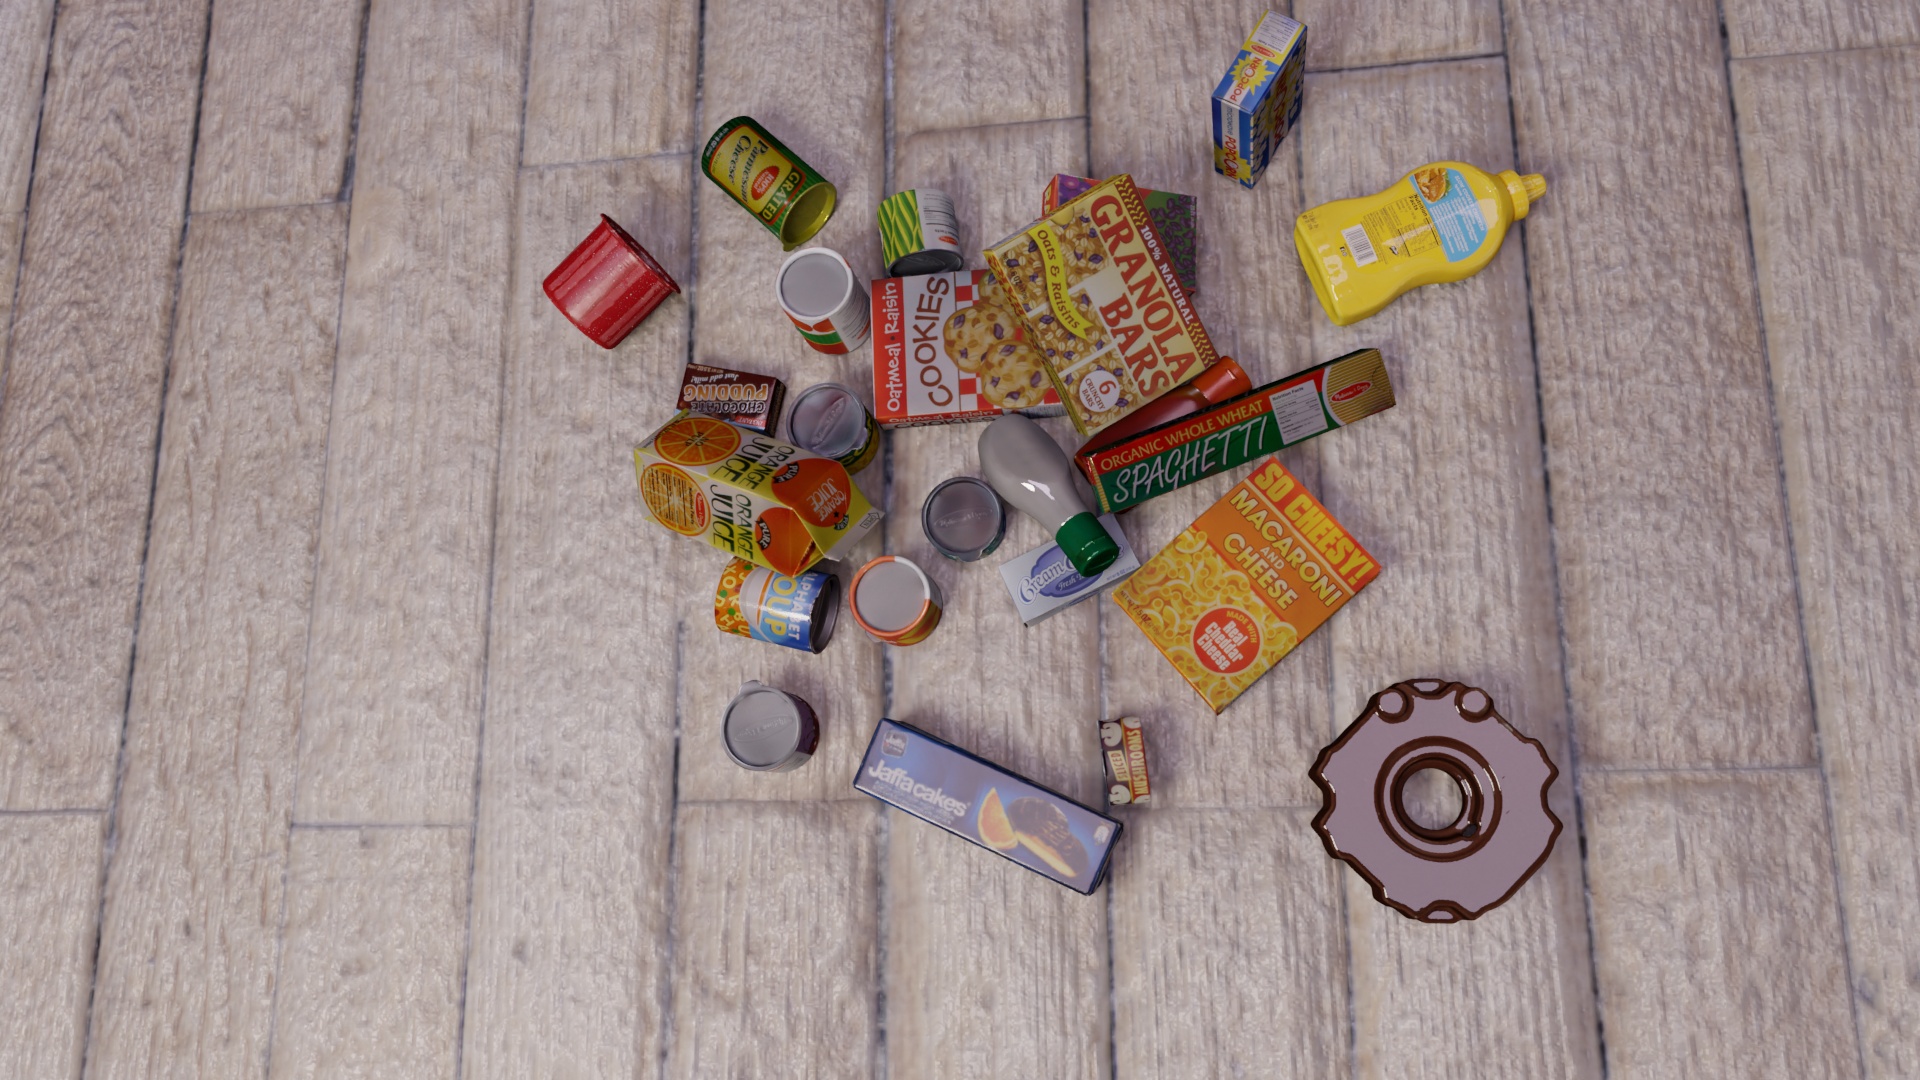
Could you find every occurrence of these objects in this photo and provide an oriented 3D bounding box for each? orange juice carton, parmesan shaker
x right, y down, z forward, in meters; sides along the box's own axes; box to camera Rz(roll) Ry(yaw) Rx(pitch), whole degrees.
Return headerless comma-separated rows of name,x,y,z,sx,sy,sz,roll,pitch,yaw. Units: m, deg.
orange juice carton,-0.161,-0.033,1.111,0.193,0.072,0.072,20,41,19
parmesan shaker,-0.168,-0.309,1.200,0.103,0.071,0.071,42,87,15

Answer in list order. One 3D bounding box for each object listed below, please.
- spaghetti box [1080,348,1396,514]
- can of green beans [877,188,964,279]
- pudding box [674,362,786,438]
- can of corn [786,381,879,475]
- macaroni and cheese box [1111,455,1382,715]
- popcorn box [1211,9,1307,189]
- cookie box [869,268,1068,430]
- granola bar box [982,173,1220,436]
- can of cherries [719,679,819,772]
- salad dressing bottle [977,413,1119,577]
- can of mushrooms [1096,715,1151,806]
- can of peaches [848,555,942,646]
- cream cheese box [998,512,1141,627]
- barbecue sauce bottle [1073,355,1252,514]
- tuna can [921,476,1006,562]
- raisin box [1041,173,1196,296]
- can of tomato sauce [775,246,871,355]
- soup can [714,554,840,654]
spaghetti box,0.216,-0.086,1.080,0.250,0.029,0.050,-21,99,-7
can of green beans,-0.034,-0.255,1.167,0.071,0.071,0.058,-11,76,7
pudding box,-0.196,-0.119,1.182,0.084,0.030,0.050,11,81,11
can of corn,-0.102,-0.089,1.146,0.071,0.058,0.071,-2,78,9
macaroni and cheese box,0.221,0.034,1.079,0.166,0.040,0.124,-41,75,-1
popcorn box,0.239,-0.351,1.114,0.038,0.126,0.085,30,84,16
cookie box,0.010,-0.160,1.154,0.167,0.040,0.123,-4,78,7
granola bar box,0.111,-0.183,1.083,0.124,0.039,0.165,-31,104,-6
can of cherries,-0.151,0.148,1.104,0.071,0.058,0.071,-2,78,10
salad dressing bottle,0.070,-0.036,1.097,0.064,0.043,0.148,-20,58,-25
can of mushrooms,0.124,0.167,1.050,0.033,0.071,0.071,-7,77,6
can of peaches,-0.053,0.050,1.109,0.071,0.058,0.071,-2,78,8
cream cheese box,0.087,0.023,1.110,0.104,0.024,0.053,-27,74,2
barbecue sauce bottle,0.165,-0.089,1.112,0.148,0.043,0.065,-39,81,-1
tuna can,0.004,-0.014,1.127,0.071,0.033,0.071,-2,78,9
raisin box,0.128,-0.243,1.130,0.123,0.040,0.086,6,78,-13
can of tomato sauce,-0.114,-0.199,1.159,0.071,0.083,0.071,-2,78,8
soup can,-0.147,0.050,1.117,0.084,0.071,0.071,12,81,11
